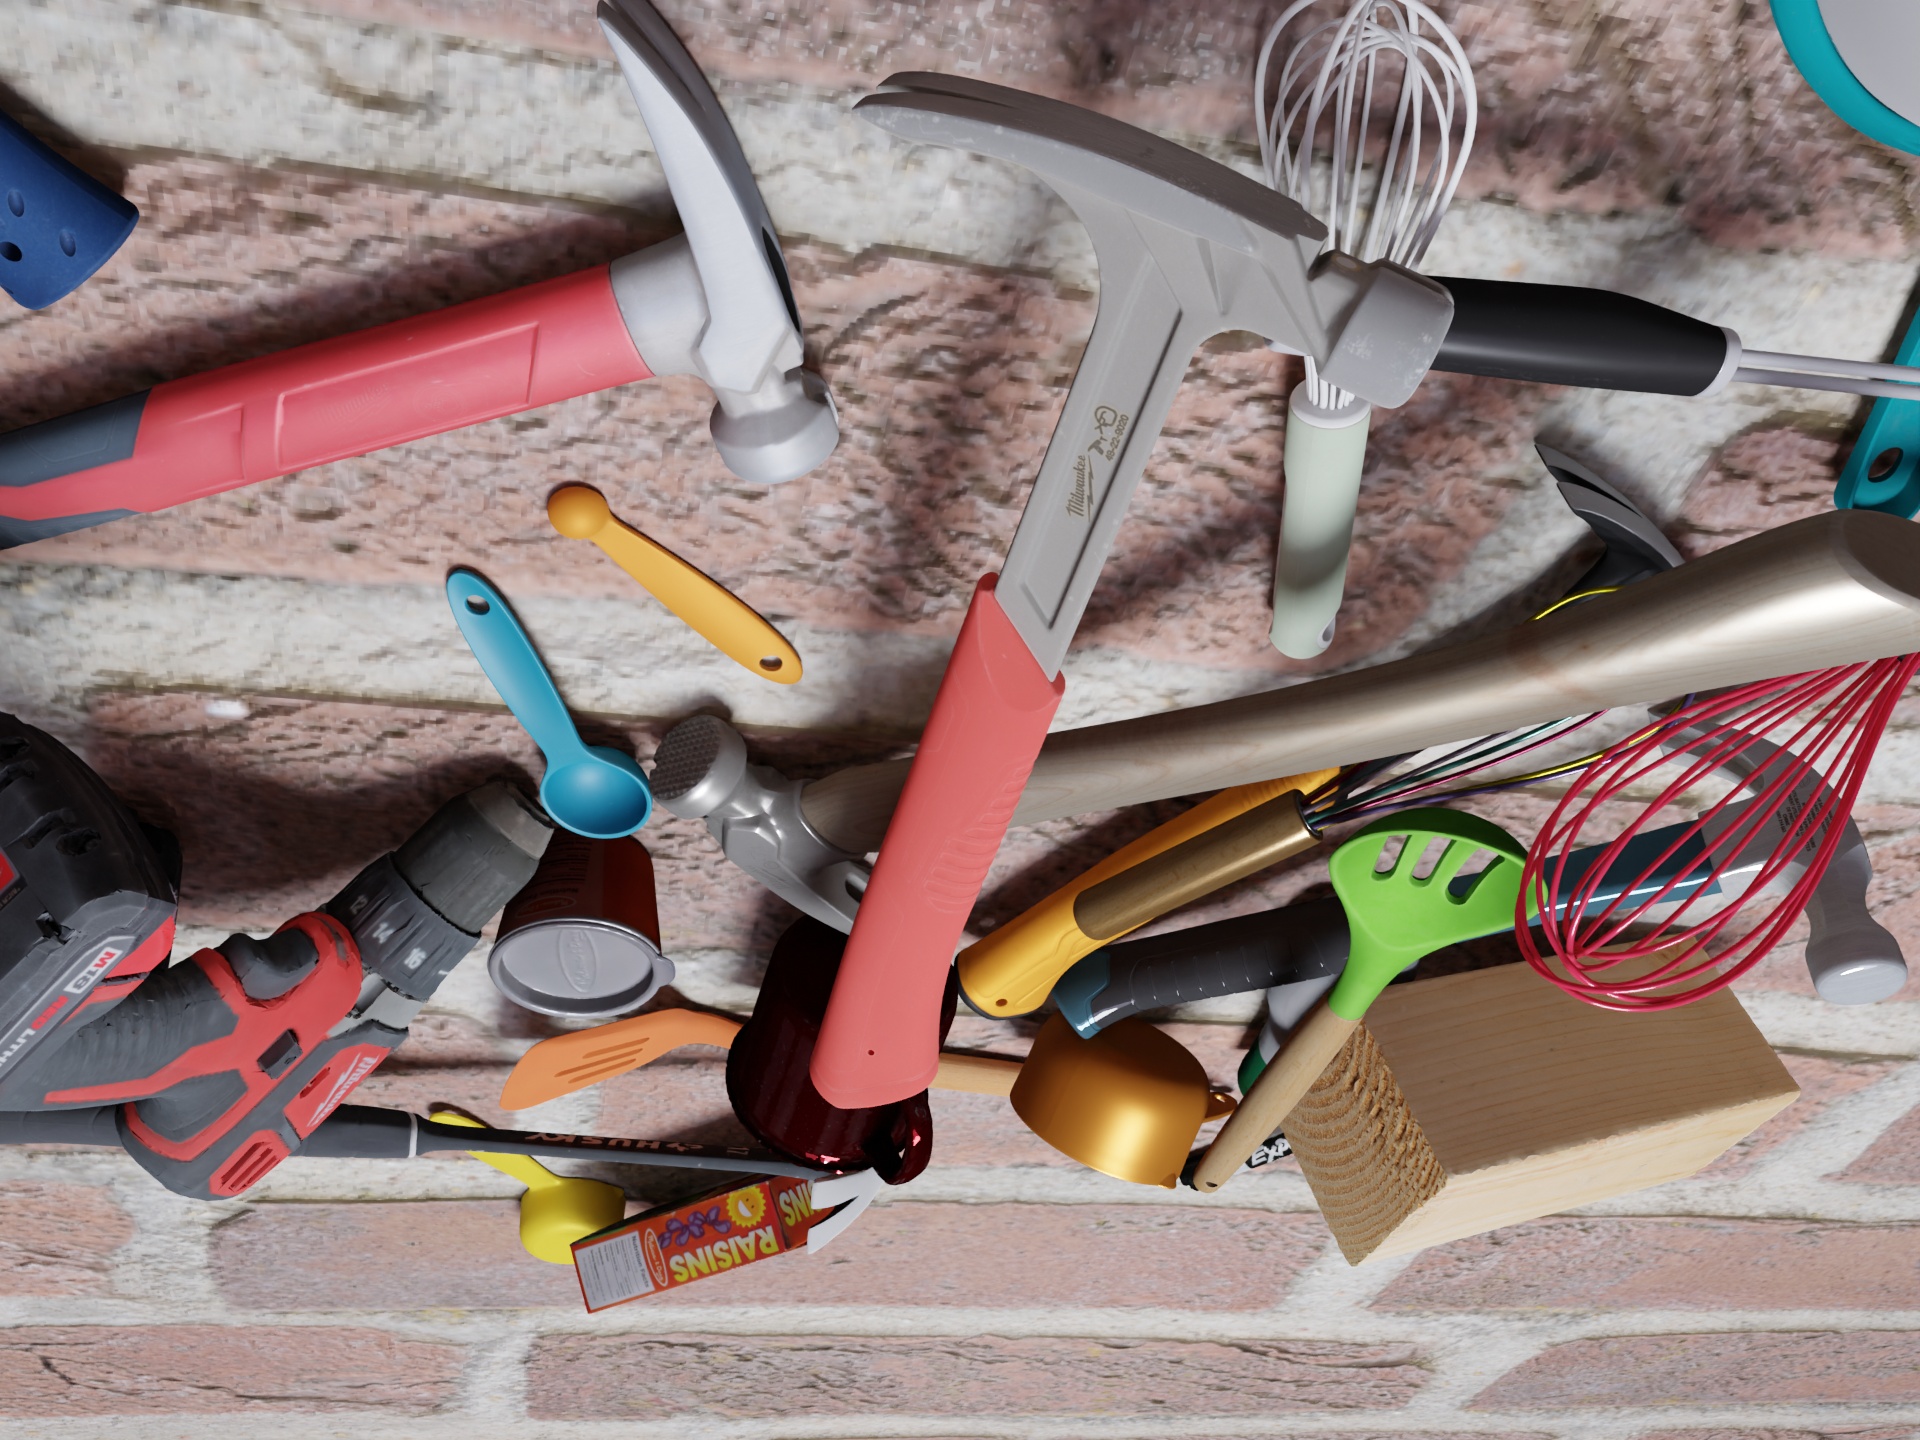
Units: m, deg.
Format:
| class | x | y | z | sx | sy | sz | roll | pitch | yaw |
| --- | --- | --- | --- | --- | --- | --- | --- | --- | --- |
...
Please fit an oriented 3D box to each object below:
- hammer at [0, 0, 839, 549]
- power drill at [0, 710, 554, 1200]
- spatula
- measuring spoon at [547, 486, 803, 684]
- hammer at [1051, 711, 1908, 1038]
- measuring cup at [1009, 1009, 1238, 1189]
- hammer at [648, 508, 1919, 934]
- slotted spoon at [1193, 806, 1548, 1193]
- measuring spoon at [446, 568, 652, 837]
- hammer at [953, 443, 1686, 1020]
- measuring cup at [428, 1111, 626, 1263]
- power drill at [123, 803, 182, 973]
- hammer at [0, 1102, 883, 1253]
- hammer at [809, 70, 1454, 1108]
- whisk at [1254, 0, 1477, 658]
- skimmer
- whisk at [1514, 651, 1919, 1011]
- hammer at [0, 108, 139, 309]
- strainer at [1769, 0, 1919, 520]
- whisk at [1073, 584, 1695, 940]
| class | x | y | z | sx | sy | sz | roll | pitch | yaw |
| --- | --- | --- | --- | --- | --- | --- | --- | --- | --- |
| hammer | -0.239 | -0.089 | 0.453 | 0.386 | 0.038 | 0.143 | -13 | 137 | 8 |
| power drill | -0.244 | 0.073 | 0.523 | 0.188 | 0.080 | 0.226 | -45 | 160 | -5 |
| spatula | -0.053 | 0.172 | 0.765 | 0.322 | 0.041 | 0.081 | 12 | 143 | -21 |
| measuring spoon | -0.094 | -0.041 | 0.543 | 0.021 | 0.011 | 0.116 | -30 | 133 | 24 |
| hammer | 0.186 | 0.082 | 0.653 | 0.331 | 0.128 | 0.033 | -17 | 136 | 25 |
| measuring cup | 0.099 | 0.174 | 0.776 | 0.173 | 0.095 | 0.052 | 8 | 107 | -51 |
| hammer | 0.091 | 0.012 | 0.529 | 0.410 | 0.038 | 0.146 | -14 | 142 | 32 |
| slotted spoon | 0.141 | 0.122 | 0.627 | 0.070 | 0.031 | 0.313 | 18 | 141 | 2 |
| measuring spoon | -0.149 | -0.008 | 0.575 | 0.042 | 0.021 | 0.128 | -12 | 129 | 13 |
| hammer | 0.122 | 0.028 | 0.622 | 0.337 | 0.034 | 0.127 | -36 | 132 | 26 |
| measuring cup | -0.231 | 0.248 | 0.835 | 0.062 | 0.029 | 0.156 | -18 | 139 | 13 |
| power drill | -0.348 | 0.034 | 0.517 | 0.185 | 0.084 | 0.226 | -12 | 149 | 6 |
| hammer | -0.237 | 0.195 | 0.733 | 0.409 | 0.036 | 0.149 | 5 | 180 | -4 |
| hammer | -0.001 | -0.002 | 0.485 | 0.149 | 0.037 | 0.358 | 24 | 129 | 3 |
| whisk | 0.112 | -0.103 | 0.480 | 0.059 | 0.058 | 0.246 | 21 | 147 | 21 |
| skimmer | 0.259 | -0.064 | 0.422 | 0.363 | 0.090 | 0.127 | 5 | 160 | -6 |
| whisk | 0.282 | -0.013 | 0.498 | 0.296 | 0.073 | 0.073 | -37 | 140 | -16 |
| hammer | -0.337 | -0.229 | 0.285 | 0.144 | 0.035 | 0.405 | -24 | 135 | 19 |
| strainer | 0.307 | -0.158 | 0.399 | 0.211 | 0.095 | 0.340 | -5 | 137 | -1 |
| whisk | 0.142 | 0.021 | 0.568 | 0.245 | 0.051 | 0.047 | -29 | 114 | 27 |
